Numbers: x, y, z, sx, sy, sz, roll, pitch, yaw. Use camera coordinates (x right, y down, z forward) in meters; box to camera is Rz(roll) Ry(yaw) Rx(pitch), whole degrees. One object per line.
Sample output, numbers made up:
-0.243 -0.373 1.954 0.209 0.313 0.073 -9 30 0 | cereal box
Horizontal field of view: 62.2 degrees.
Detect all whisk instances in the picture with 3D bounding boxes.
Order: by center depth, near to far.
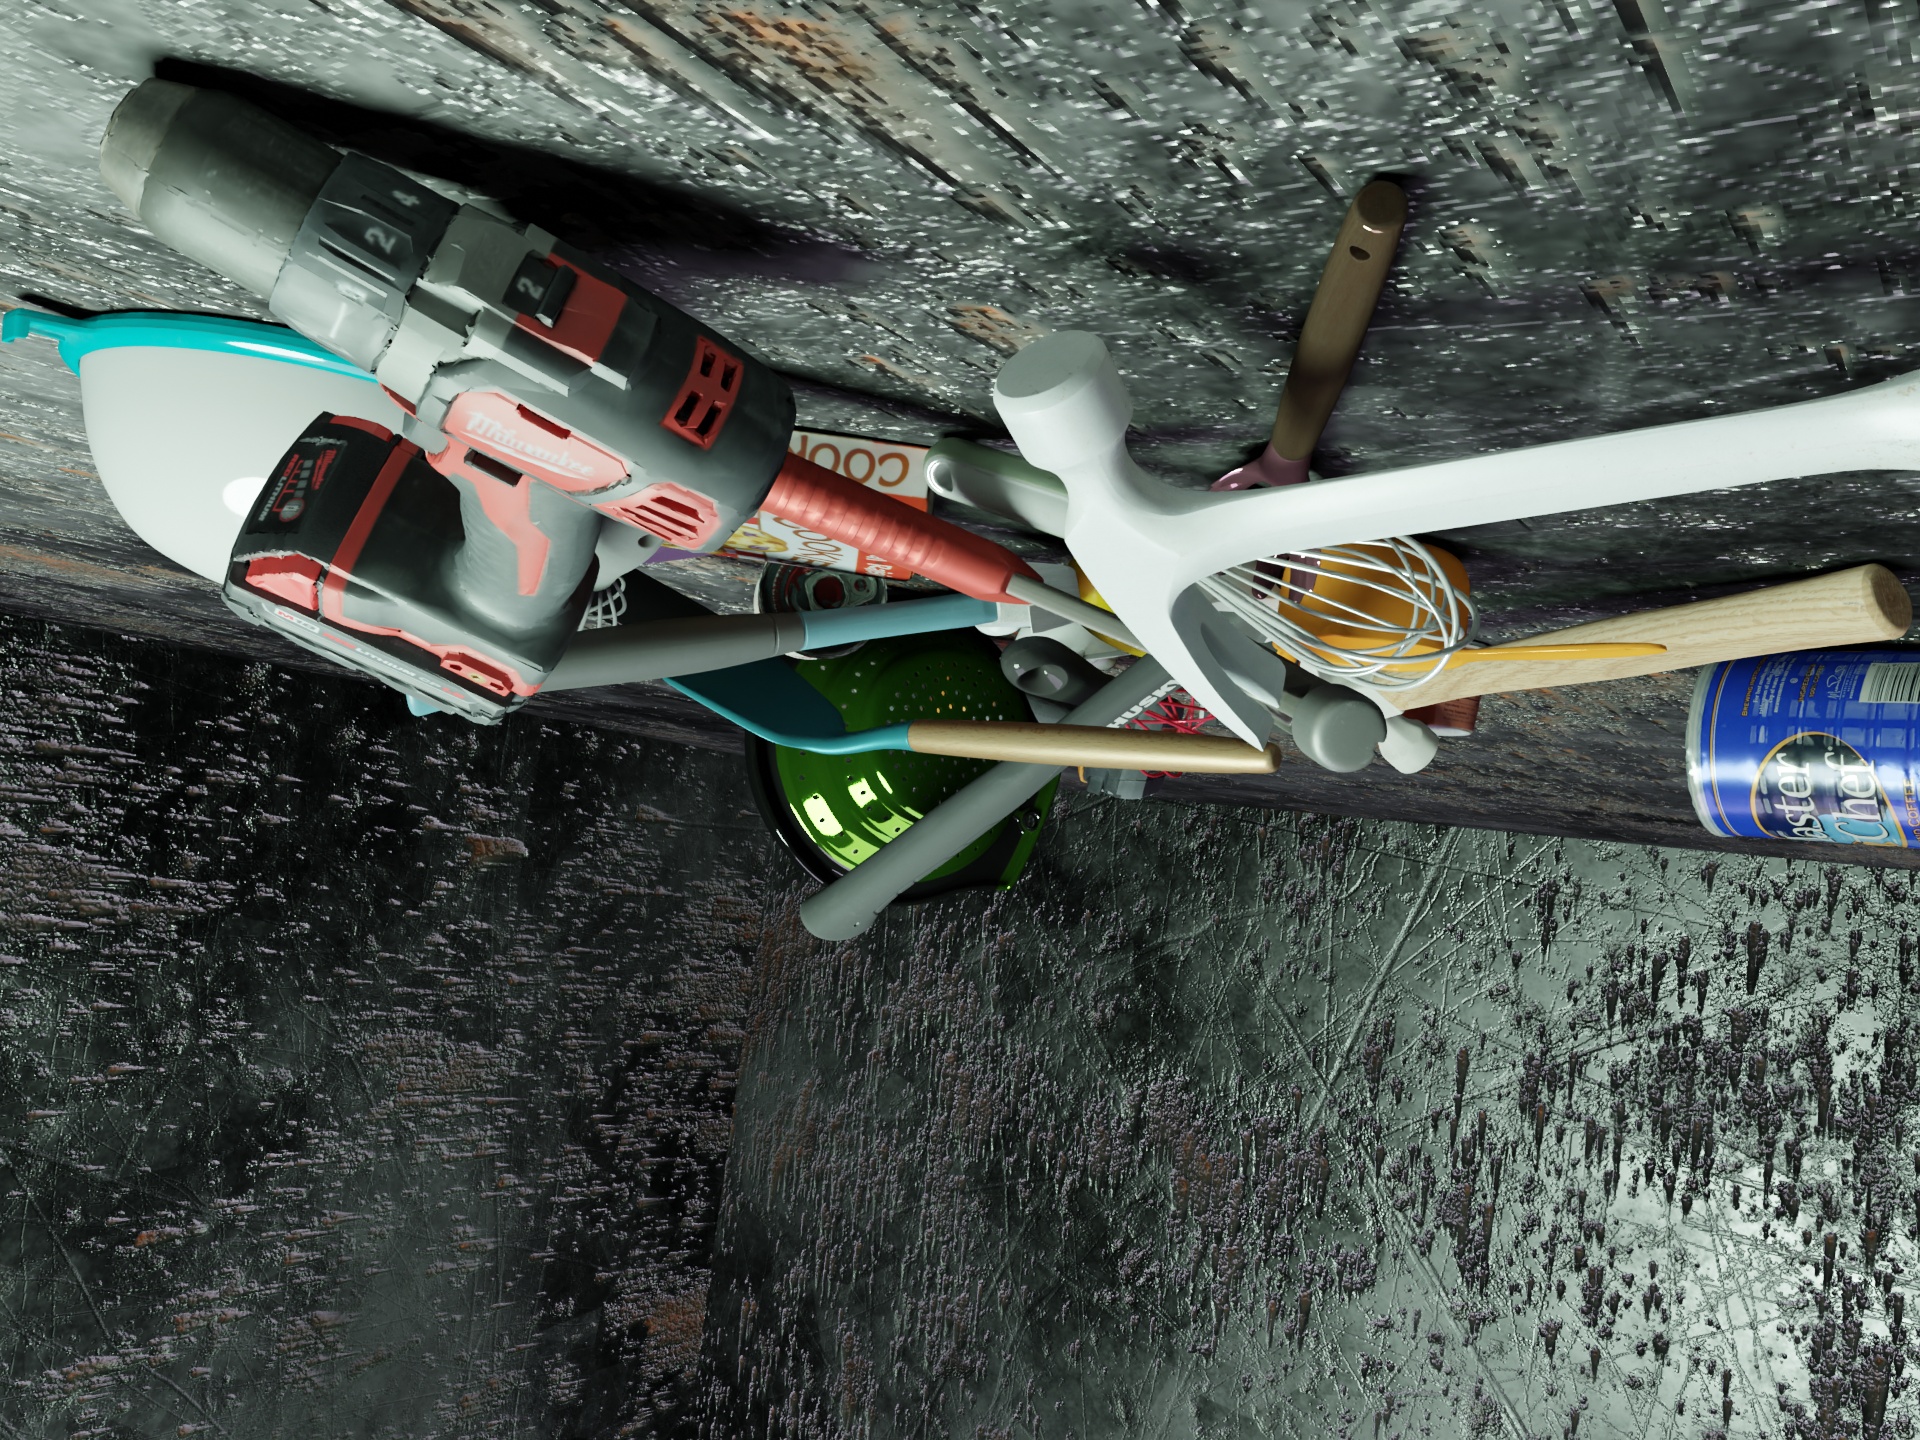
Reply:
0.074 -0.066 0.577 0.059 0.057 0.246 -32 -140 -33 | whisk
-0.161 -0.069 0.714 0.055 0.055 0.239 10 170 -22 | whisk
0.090 -0.012 0.929 0.073 0.073 0.295 5 174 26 | whisk

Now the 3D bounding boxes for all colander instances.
-0.091 -0.024 0.964 0.396 0.204 0.094 29 162 -20 | colander

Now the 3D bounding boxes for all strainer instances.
-0.296 -0.095 0.775 0.211 0.095 0.340 8 174 -4 | strainer
0.081 -0.049 1.053 0.087 0.050 0.258 -2 179 12 | strainer

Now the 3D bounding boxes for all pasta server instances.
0.110 -0.093 0.524 0.060 0.040 0.316 25 176 8 | pasta server

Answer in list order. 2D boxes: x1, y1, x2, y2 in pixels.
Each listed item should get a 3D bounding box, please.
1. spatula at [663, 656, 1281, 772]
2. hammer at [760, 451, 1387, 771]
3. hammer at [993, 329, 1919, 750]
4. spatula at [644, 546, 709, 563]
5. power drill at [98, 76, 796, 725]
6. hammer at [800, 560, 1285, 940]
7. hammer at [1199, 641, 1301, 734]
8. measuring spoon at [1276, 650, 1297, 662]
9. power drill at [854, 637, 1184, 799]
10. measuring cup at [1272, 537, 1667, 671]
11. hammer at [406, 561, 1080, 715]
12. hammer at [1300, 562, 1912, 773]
-0.001 -0.002 0.731 0.318 0.044 0.082 4 -170 36 | spatula
-0.011 -0.068 0.621 0.359 0.036 0.149 21 -172 -17 | hammer
0.210 -0.063 0.365 0.405 0.035 0.143 -5 136 33 | hammer
-0.227 -0.082 0.863 0.316 0.018 0.060 -8 178 6 | spatula
-0.174 -0.089 0.501 0.187 0.080 0.226 27 153 -21 | power drill
0.038 0.022 0.848 0.334 0.035 0.146 -37 152 23 | hammer
0.233 -0.022 1.154 0.127 0.034 0.336 7 175 11 | hammer
0.199 -0.048 0.931 0.021 0.011 0.117 -31 169 -5 | measuring spoon
0.036 -0.010 1.149 0.226 0.084 0.185 17 -176 14 | power drill
0.228 -0.054 0.720 0.174 0.052 0.095 2 172 34 | measuring cup
-0.091 -0.040 0.748 0.331 0.033 0.128 -9 -177 -25 | hammer
0.297 -0.033 0.791 0.130 0.031 0.331 36 158 -21 | hammer
